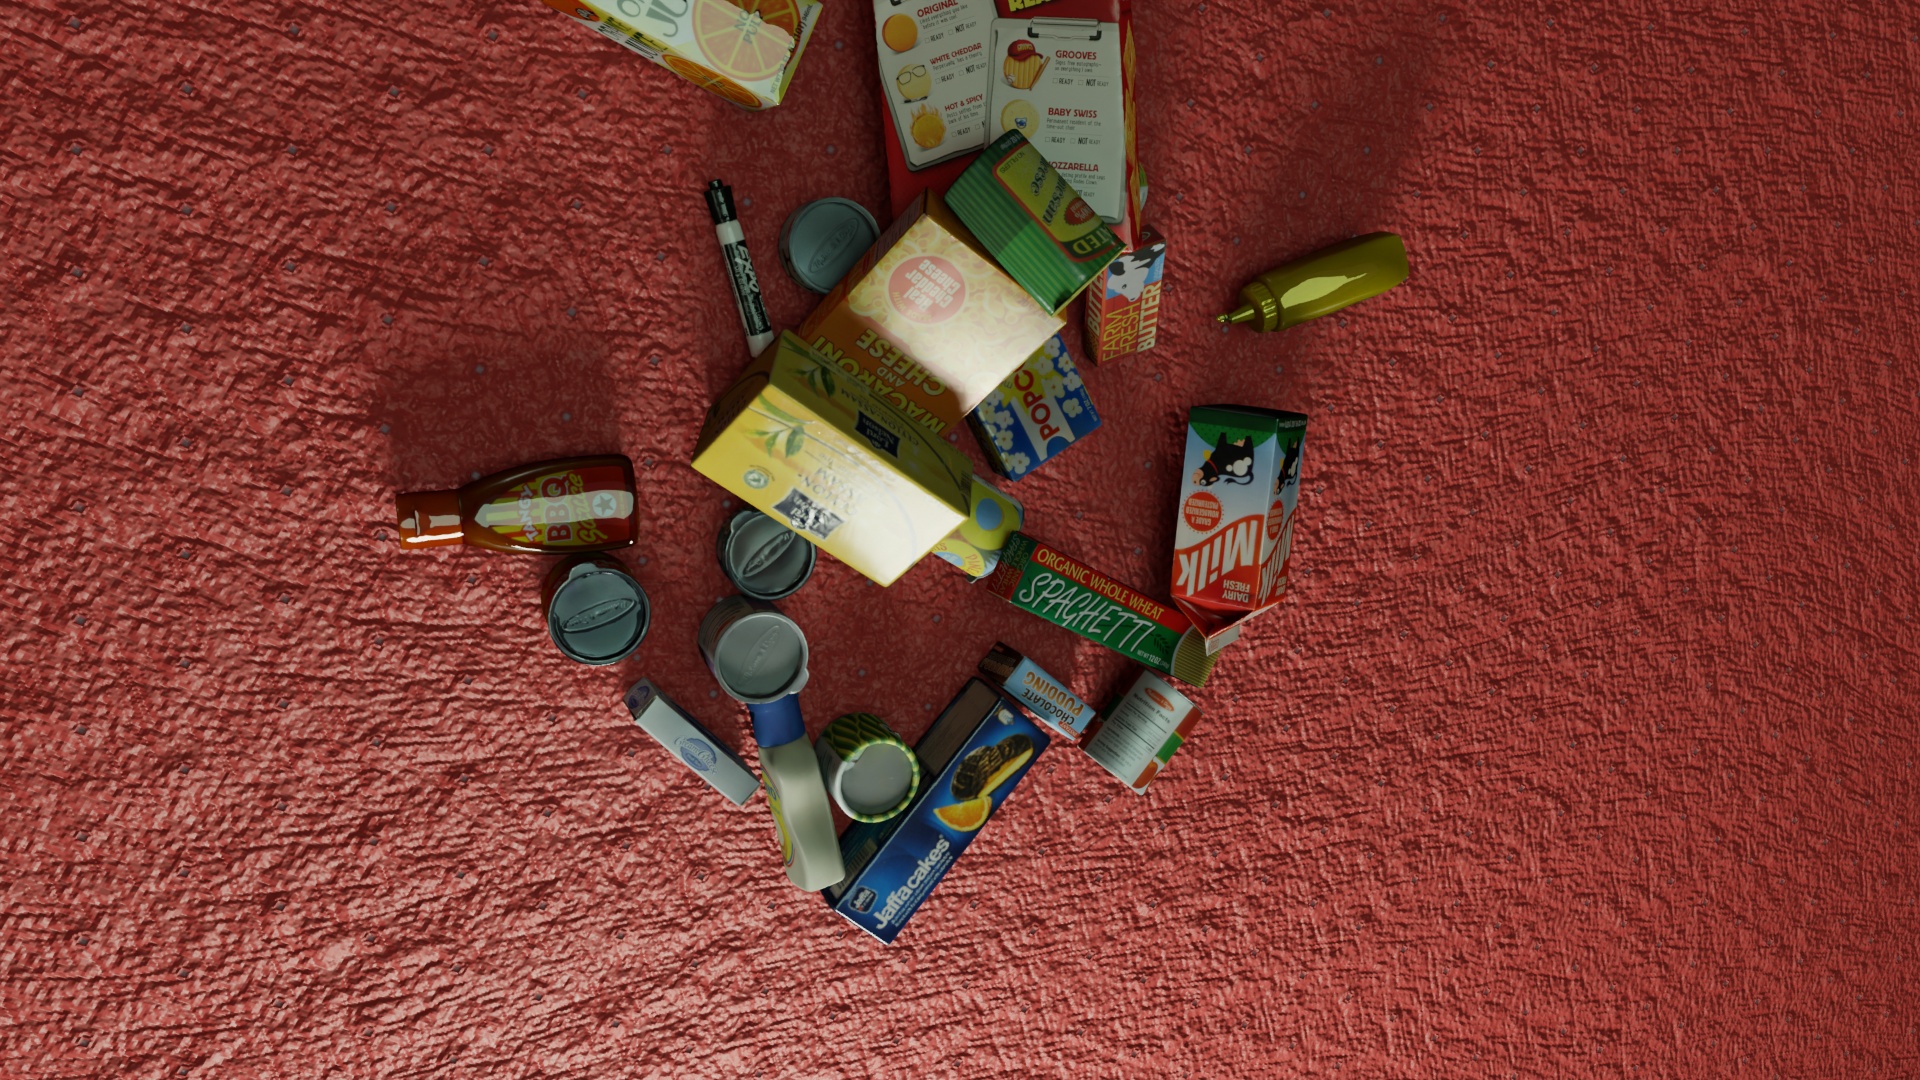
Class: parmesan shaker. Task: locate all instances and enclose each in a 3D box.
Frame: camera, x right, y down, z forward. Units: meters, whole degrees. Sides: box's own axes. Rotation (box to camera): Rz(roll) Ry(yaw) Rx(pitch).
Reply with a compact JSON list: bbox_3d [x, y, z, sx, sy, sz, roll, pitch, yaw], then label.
[{"bbox_3d":[0.045,-0.199,0.876,0.071,0.071,0.103,-44,94,-8],"label":"parmesan shaker"}]

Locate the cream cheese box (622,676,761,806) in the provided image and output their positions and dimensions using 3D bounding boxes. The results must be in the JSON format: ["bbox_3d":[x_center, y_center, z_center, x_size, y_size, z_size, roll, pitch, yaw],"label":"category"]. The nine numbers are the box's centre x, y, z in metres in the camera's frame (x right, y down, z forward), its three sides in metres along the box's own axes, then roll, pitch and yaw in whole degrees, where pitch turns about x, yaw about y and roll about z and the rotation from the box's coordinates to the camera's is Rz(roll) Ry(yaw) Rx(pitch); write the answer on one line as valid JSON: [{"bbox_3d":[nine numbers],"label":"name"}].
[{"bbox_3d":[-0.189,0.141,0.976,0.024,0.053,0.103,-48,114,-9],"label":"cream cheese box"}]

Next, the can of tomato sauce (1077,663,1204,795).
[{"bbox_3d":[0.144,0.151,1.110,0.071,0.071,0.083,40,85,-24],"label":"can of tomato sauce"}]

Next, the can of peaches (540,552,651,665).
[{"bbox_3d":[-0.246,0.042,0.930,0.071,0.058,0.071,-5,103,-21],"label":"can of peaches"}]

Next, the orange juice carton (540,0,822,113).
[{"bbox_3d":[-0.192,-0.345,0.864,0.193,0.073,0.071,23,92,-24],"label":"orange juice carton"}]

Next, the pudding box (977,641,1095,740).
[{"bbox_3d":[0.059,0.117,1.076,0.083,0.050,0.030,39,84,-24],"label":"pudding box"}]

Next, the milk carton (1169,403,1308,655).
[{"bbox_3d":[0.216,-0.008,1.087,0.072,0.073,0.190,-12,109,-57],"label":"milk carton"}]

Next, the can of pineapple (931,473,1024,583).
[{"bbox_3d":[0.004,-0.013,1.016,0.058,0.071,0.071,31,89,-24],"label":"can of pineapple"}]

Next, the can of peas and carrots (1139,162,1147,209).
[{"bbox_3d":[0.097,-0.254,0.997,0.071,0.059,0.070,4,106,13],"label":"can of peas and carrots"}]

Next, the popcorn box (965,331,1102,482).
[{"bbox_3d":[0.039,-0.120,1.025,0.085,0.038,0.126,-34,111,-14],"label":"popcorn box"}]

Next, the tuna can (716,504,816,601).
[{"bbox_3d":[-0.139,0.005,0.980,0.071,0.033,0.071,-5,103,-22],"label":"tuna can"}]

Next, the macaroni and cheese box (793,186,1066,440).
[{"bbox_3d":[-0.029,-0.139,0.943,0.123,0.040,0.165,34,124,-24],"label":"macaroni and cheese box"}]

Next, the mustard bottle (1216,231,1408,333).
[{"bbox_3d":[0.271,-0.198,1.093,0.160,0.065,0.048,-22,104,-11],"label":"mustard bottle"}]

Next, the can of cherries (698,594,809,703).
[{"bbox_3d":[-0.145,0.077,0.979,0.071,0.058,0.071,-5,102,-22],"label":"can of cherries"}]

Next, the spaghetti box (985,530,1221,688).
[{"bbox_3d":[0.117,0.057,1.061,0.250,0.029,0.050,26,90,-42],"label":"spaghetti box"}]

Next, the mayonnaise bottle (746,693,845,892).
[{"bbox_3d":[-0.122,0.177,1.009,0.041,0.065,0.147,-18,103,-21],"label":"mayonnaise bottle"}]

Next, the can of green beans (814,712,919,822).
[{"bbox_3d":[-0.070,0.168,1.028,0.071,0.058,0.071,-5,103,-21],"label":"can of green beans"}]

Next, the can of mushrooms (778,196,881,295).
[{"bbox_3d":[-0.089,-0.201,0.958,0.071,0.033,0.071,-5,102,-22],"label":"can of mushrooms"}]

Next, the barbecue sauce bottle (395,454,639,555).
[{"bbox_3d":[-0.288,-0.020,0.908,0.149,0.043,0.064,-7,99,-21],"label":"barbecue sauce bottle"}]

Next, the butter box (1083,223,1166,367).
[{"bbox_3d":[0.120,-0.179,1.026,0.053,0.024,0.103,-22,142,-18],"label":"butter box"}]
